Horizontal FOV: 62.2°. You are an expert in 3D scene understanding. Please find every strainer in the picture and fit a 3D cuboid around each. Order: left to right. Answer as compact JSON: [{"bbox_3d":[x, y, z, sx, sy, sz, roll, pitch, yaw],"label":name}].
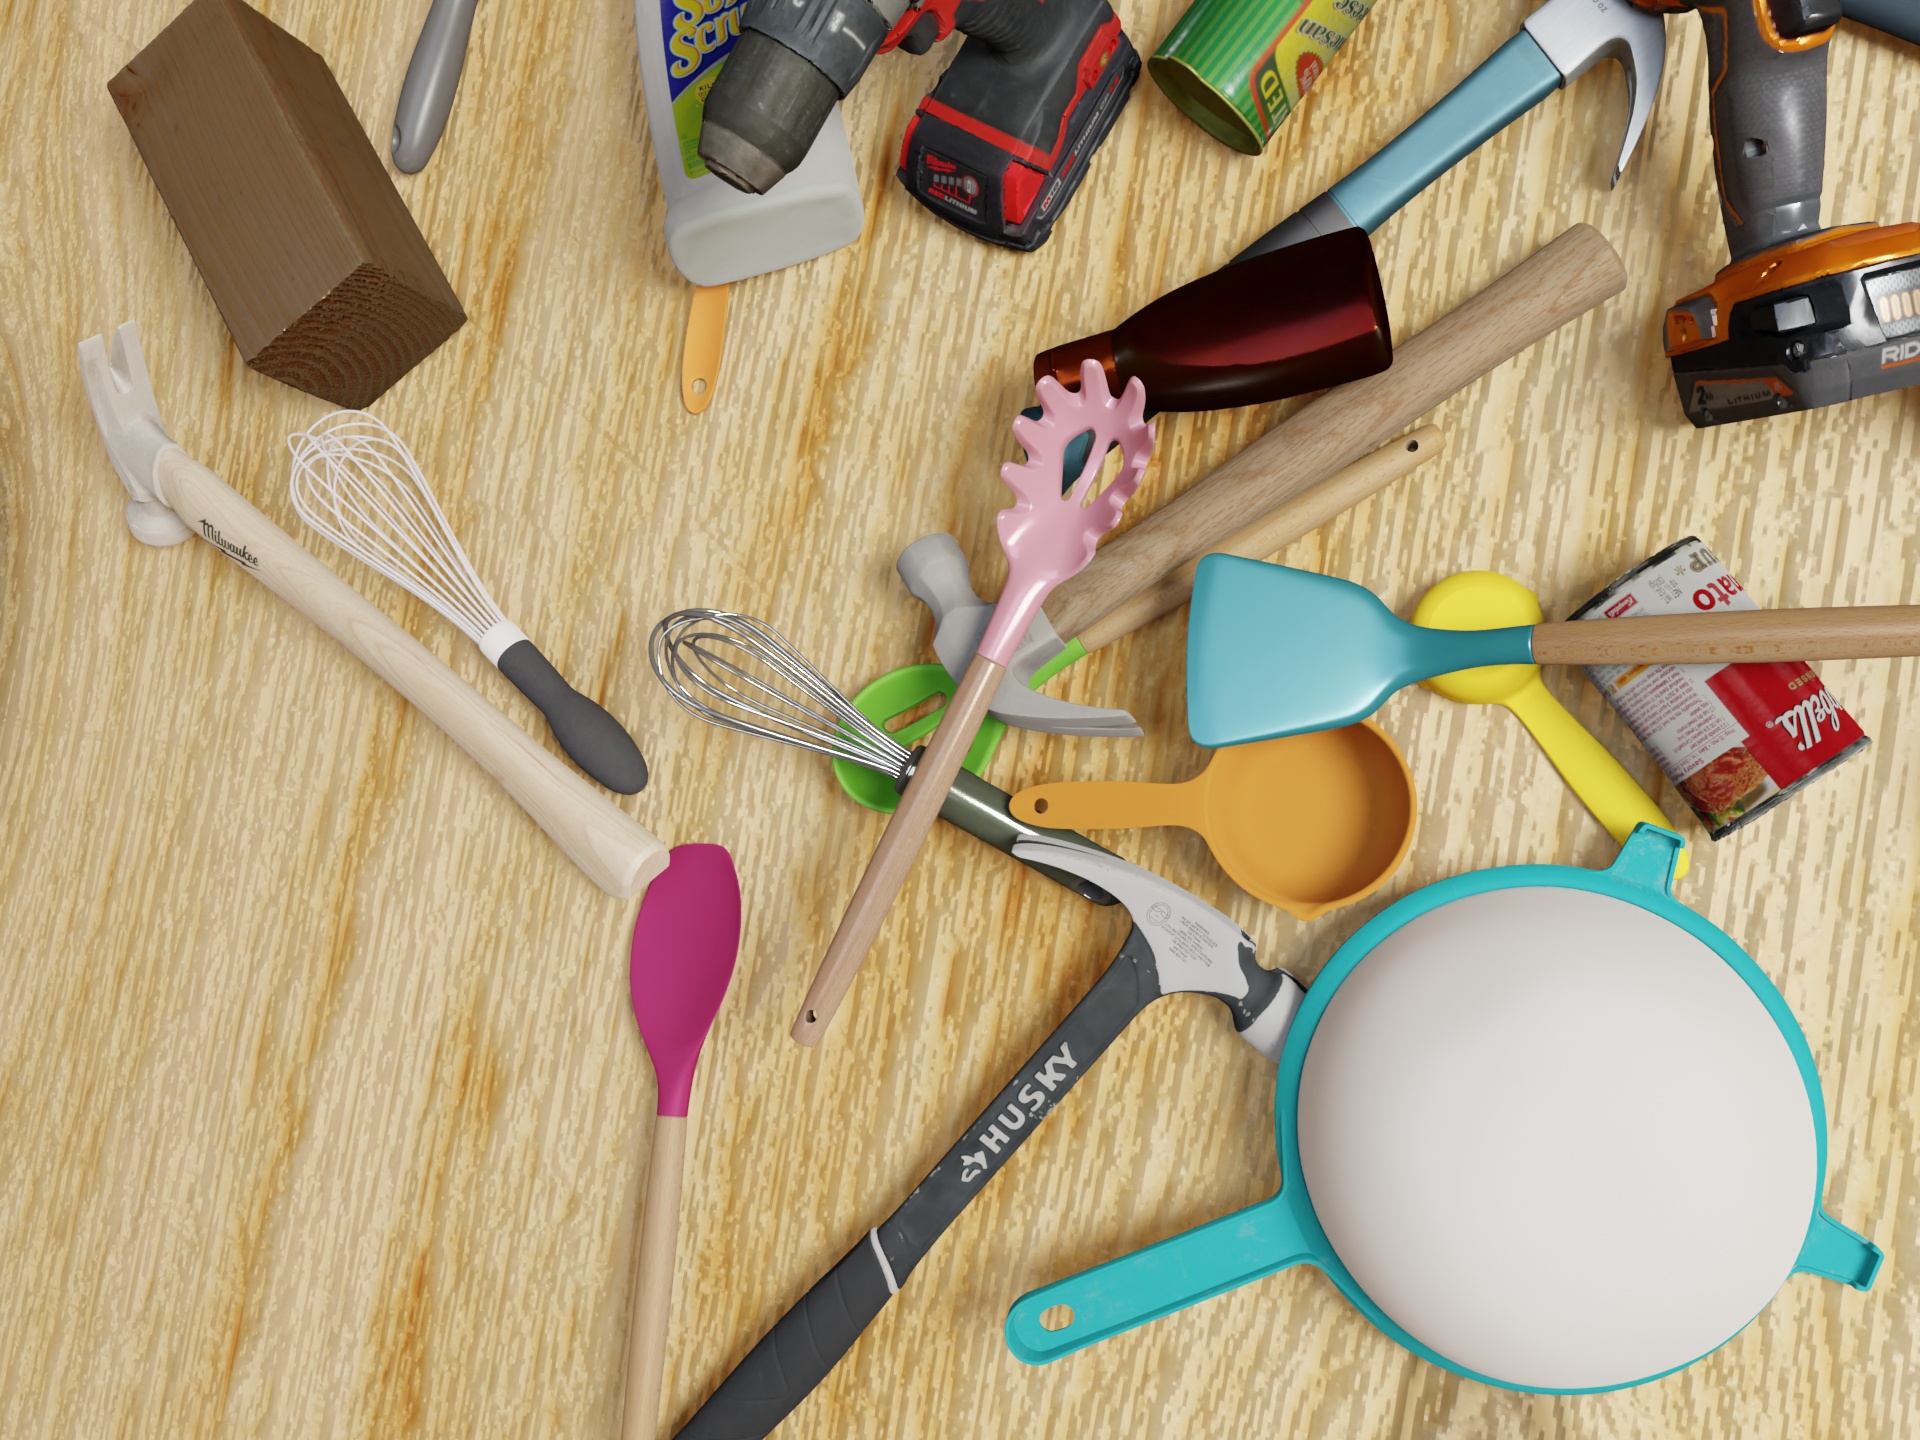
[{"bbox_3d":[0.169,0.188,0.607,0.340,0.095,0.211,-24,85,7],"label":"strainer"}]

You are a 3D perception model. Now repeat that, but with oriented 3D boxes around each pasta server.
[{"bbox_3d":[-0.001,-0.002,0.680,0.060,0.040,0.316,27,92,16],"label":"pasta server"}]

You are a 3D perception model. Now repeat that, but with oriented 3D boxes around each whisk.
[{"bbox_3d":[-0.262,-0.061,0.842,0.285,0.070,0.070,45,100,14],"label":"whisk"},{"bbox_3d":[-0.273,-0.421,0.888,0.055,0.055,0.239,22,97,21],"label":"whisk"},{"bbox_3d":[-0.030,0.017,0.719,0.246,0.059,0.057,29,138,-1],"label":"whisk"}]

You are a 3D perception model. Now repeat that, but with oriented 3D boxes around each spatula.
[{"bbox_3d":[0.237,-0.029,0.590,0.317,0.044,0.082,-1,80,34],"label":"spatula"}]

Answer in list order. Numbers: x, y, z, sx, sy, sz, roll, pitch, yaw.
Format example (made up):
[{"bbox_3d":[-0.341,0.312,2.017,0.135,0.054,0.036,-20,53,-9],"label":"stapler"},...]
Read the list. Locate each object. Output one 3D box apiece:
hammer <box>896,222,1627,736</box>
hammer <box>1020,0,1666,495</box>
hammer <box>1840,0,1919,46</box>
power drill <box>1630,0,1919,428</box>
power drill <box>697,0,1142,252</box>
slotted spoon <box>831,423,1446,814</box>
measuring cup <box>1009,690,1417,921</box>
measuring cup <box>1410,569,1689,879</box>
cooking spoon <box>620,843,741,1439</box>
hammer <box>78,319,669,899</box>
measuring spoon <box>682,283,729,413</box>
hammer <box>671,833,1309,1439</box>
[{"bbox_3d":[0.135,-0.105,0.692,0.331,0.031,0.130,-33,66,10],"label":"hammer"},{"bbox_3d":[0.158,-0.216,0.707,0.331,0.033,0.128,-37,83,15],"label":"hammer"},{"bbox_3d":[0.400,-0.261,0.628,0.386,0.038,0.143,33,98,20],"label":"hammer"},{"bbox_3d":[0.303,-0.228,0.572,0.084,0.164,0.226,-13,95,2],"label":"power drill"},{"bbox_3d":[-0.016,-0.281,0.680,0.080,0.226,0.188,32,95,20],"label":"power drill"},{"bbox_3d":[0.078,-0.048,0.730,0.314,0.031,0.070,-30,76,13],"label":"slotted spoon"},{"bbox_3d":[0.111,0.039,0.693,0.173,0.052,0.095,-1,83,20],"label":"measuring cup"},{"bbox_3d":[0.246,0.002,0.660,0.062,0.029,0.157,-40,71,12],"label":"measuring cup"},{"bbox_3d":[-0.142,0.217,0.768,0.069,0.017,0.319,-4,75,30],"label":"cooking spoon"},{"bbox_3d":[-0.310,-0.050,0.830,0.411,0.146,0.038,37,54,15],"label":"hammer"},{"bbox_3d":[-0.130,-0.218,0.833,0.021,0.011,0.117,9,91,10],"label":"measuring spoon"},{"bbox_3d":[-0.026,0.228,0.721,0.149,0.036,0.409,40,102,1],"label":"hammer"}]
